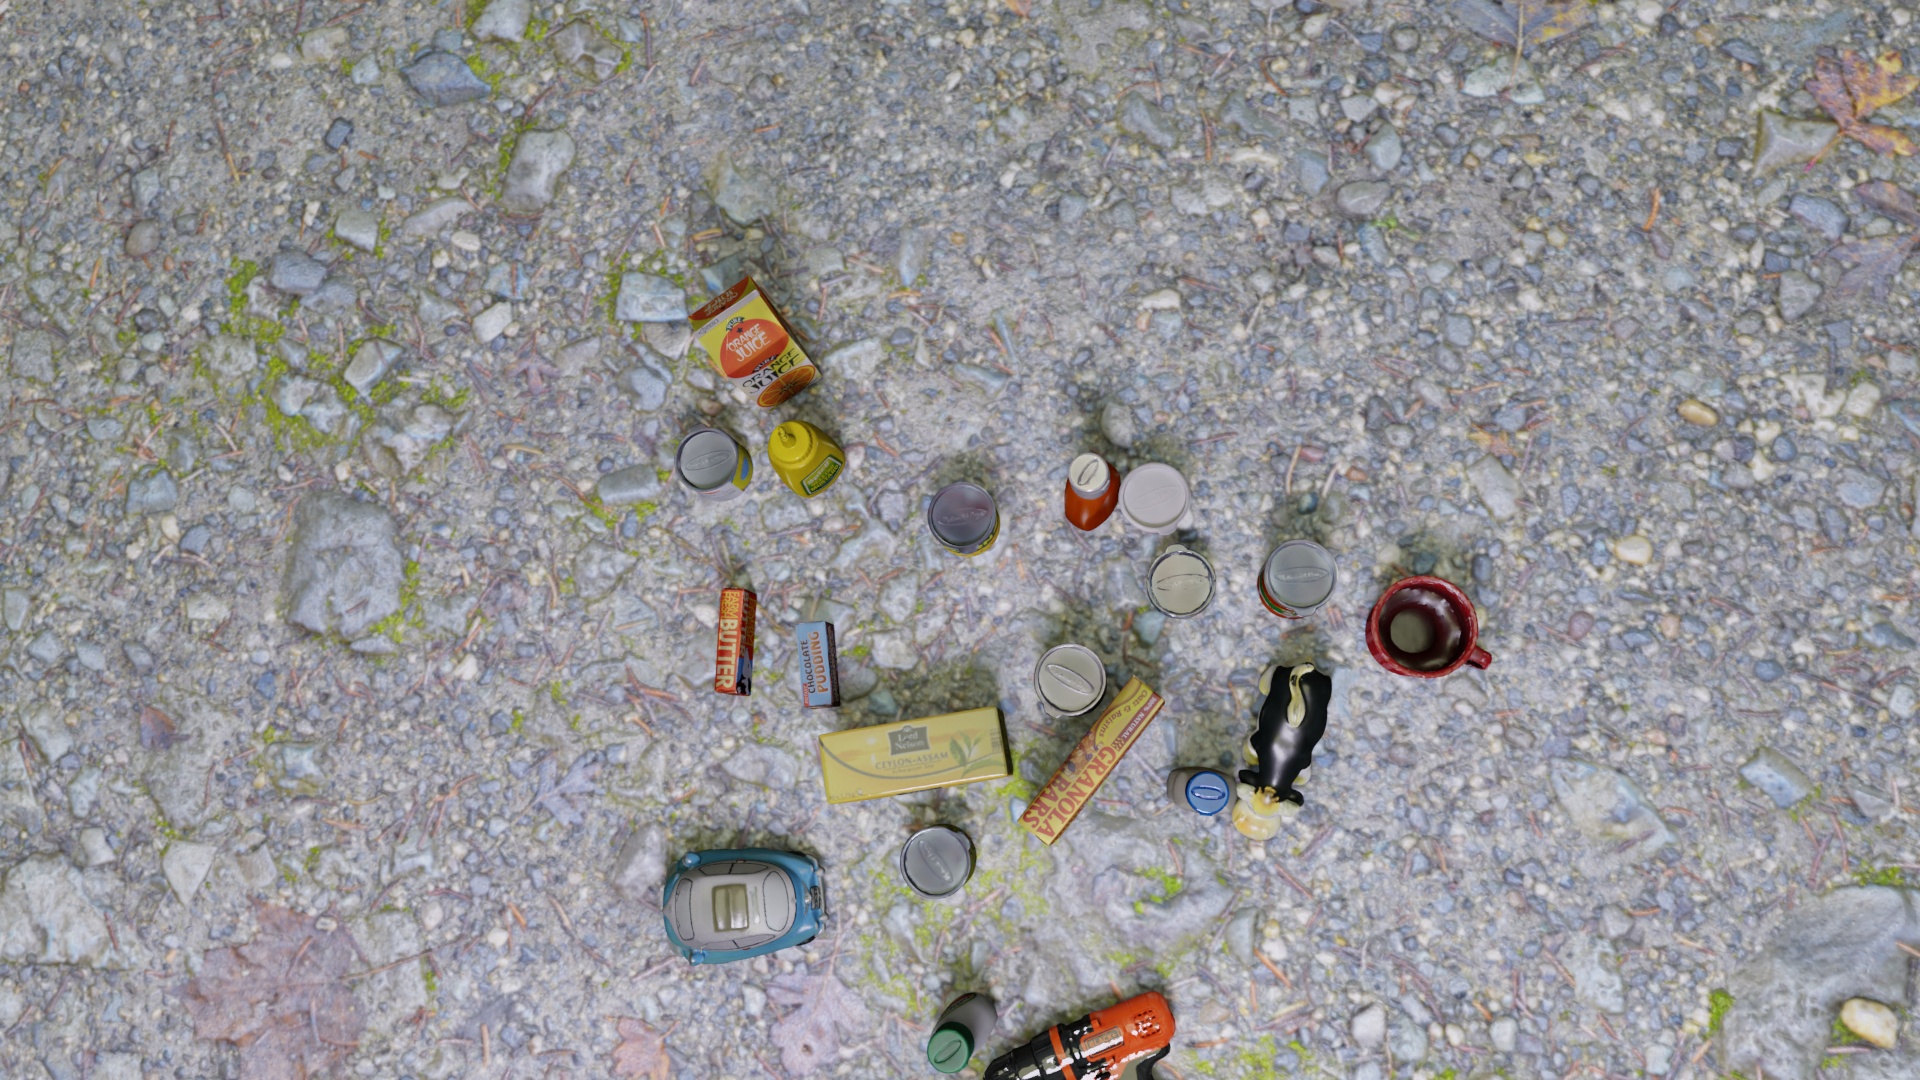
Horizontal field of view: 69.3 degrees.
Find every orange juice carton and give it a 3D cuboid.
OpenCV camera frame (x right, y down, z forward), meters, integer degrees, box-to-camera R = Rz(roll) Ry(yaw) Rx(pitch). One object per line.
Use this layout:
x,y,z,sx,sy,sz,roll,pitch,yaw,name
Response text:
-0.200,-0.191,1.341,0.072,0.192,0.073,-34,79,1,orange juice carton

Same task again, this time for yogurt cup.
0.187,-0.038,1.340,0.072,0.054,0.072,-1,81,7,yogurt cup

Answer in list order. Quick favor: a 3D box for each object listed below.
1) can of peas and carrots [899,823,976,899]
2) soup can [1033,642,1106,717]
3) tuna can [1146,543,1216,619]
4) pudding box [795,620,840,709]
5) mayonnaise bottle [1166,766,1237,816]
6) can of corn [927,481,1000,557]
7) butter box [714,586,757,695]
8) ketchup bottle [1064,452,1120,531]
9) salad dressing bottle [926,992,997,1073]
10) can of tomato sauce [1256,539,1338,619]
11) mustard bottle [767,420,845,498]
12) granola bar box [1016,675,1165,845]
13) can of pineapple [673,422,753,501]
-0.018,0.299,1.306,0.071,0.058,0.071,-1,81,7,can of peas and carrots
0.103,0.134,1.306,0.071,0.083,0.071,-1,81,7,soup can
0.211,0.040,1.335,0.071,0.033,0.071,-1,81,7,tuna can
-0.139,0.121,1.354,0.030,0.049,0.084,-7,80,6,pudding box
0.219,0.224,1.245,0.065,0.148,0.041,5,82,8,mayonnaise bottle
0.005,-0.017,1.356,0.071,0.058,0.071,-1,81,7,can of corn
-0.221,0.100,1.366,0.024,0.053,0.103,1,81,7,butter box
0.123,-0.049,1.301,0.043,0.148,0.065,34,87,11,ketchup bottle
-0.001,0.439,1.235,0.064,0.147,0.044,-39,79,0,salad dressing bottle
0.314,0.039,1.297,0.071,0.083,0.071,-1,81,7,can of tomato sauce
-0.154,-0.083,1.334,0.065,0.160,0.049,-45,79,-1,mustard bottle
0.122,0.202,1.272,0.039,0.124,0.165,38,87,11,granola bar box
-0.247,-0.078,1.396,0.071,0.058,0.071,-1,81,7,can of pineapple
